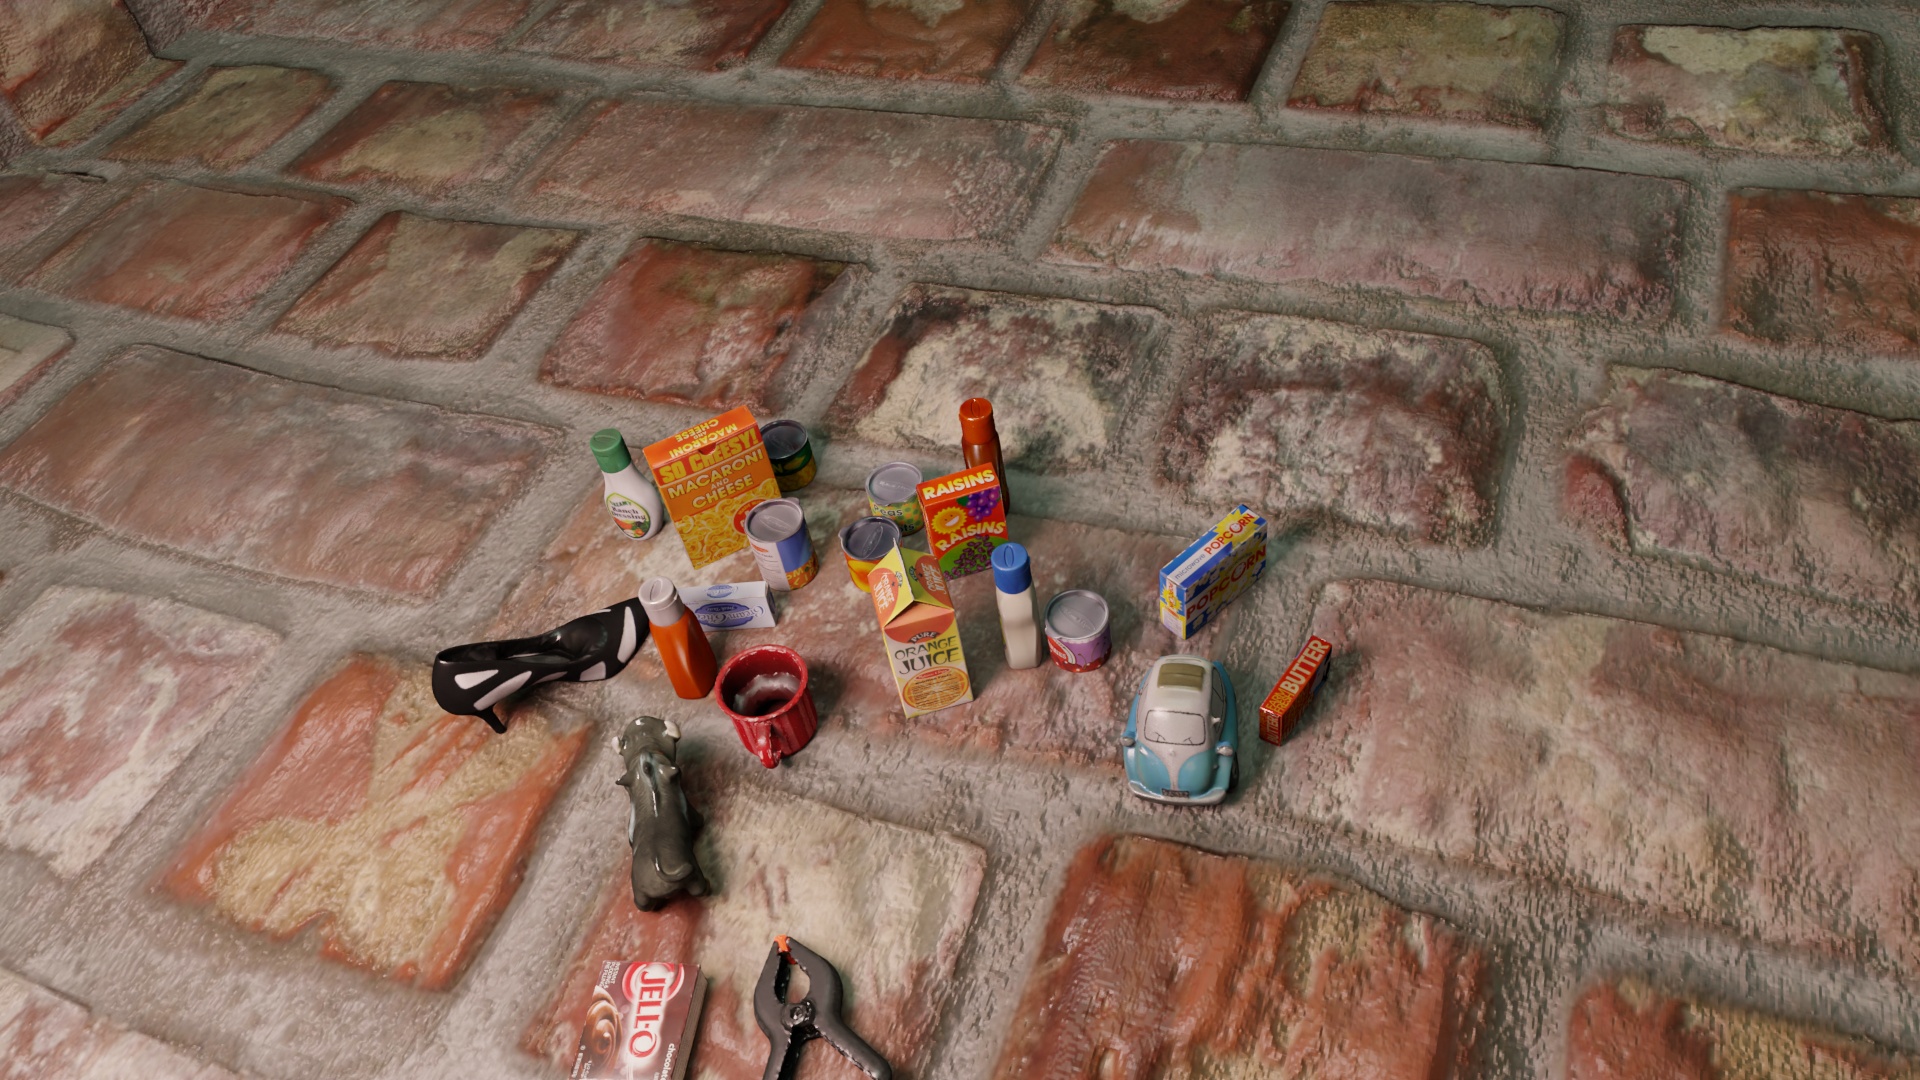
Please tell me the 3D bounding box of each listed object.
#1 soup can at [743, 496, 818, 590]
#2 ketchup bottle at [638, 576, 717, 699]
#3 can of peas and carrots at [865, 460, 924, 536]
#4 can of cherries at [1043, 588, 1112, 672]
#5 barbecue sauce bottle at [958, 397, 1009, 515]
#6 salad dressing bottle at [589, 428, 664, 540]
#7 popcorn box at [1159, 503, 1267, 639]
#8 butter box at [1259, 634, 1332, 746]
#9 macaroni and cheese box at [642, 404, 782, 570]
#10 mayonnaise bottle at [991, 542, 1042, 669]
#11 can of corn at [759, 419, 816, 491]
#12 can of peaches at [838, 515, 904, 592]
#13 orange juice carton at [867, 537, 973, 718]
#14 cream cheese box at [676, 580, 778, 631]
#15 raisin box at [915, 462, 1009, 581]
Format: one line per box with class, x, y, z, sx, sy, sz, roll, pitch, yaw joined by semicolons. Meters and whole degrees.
soup can;-0.195;0.003;1.534;0.071;0.083;0.072;-5;47;6
ketchup bottle;-0.289;0.097;1.421;0.043;0.148;0.065;-2;48;9
can of peas and carrots;-0.071;-0.045;1.573;0.071;0.058;0.071;-5;47;6
can of cherries;0.118;0.093;1.413;0.071;0.058;0.072;-5;47;6
barbecue sauce bottle;0.025;-0.092;1.538;0.044;0.147;0.065;-9;47;2
salad dressing bottle;-0.383;-0.064;1.586;0.064;0.147;0.044;8;50;17
popcorn box;0.259;0.032;1.425;0.127;0.084;0.038;-37;52;-22
butter box;0.322;0.144;1.333;0.024;0.052;0.104;26;57;29
macaroni and cheese box;-0.267;-0.057;1.546;0.124;0.165;0.040;-26;49;-13
mayonnaise bottle;0.056;0.063;1.391;0.041;0.147;0.065;-6;47;5
can of corn;-0.210;-0.099;1.647;0.071;0.058;0.071;-5;47;6
can of peaches;-0.095;0.015;1.523;0.071;0.057;0.071;-5;47;6
orange juice carton;-0.041;0.085;1.358;0.073;0.191;0.072;-15;47;-3
cream cheese box;-0.253;0.072;1.502;0.104;0.053;0.024;-5;47;6
raisin box;0.005;-0.019;1.492;0.086;0.122;0.040;-16;47;-4
